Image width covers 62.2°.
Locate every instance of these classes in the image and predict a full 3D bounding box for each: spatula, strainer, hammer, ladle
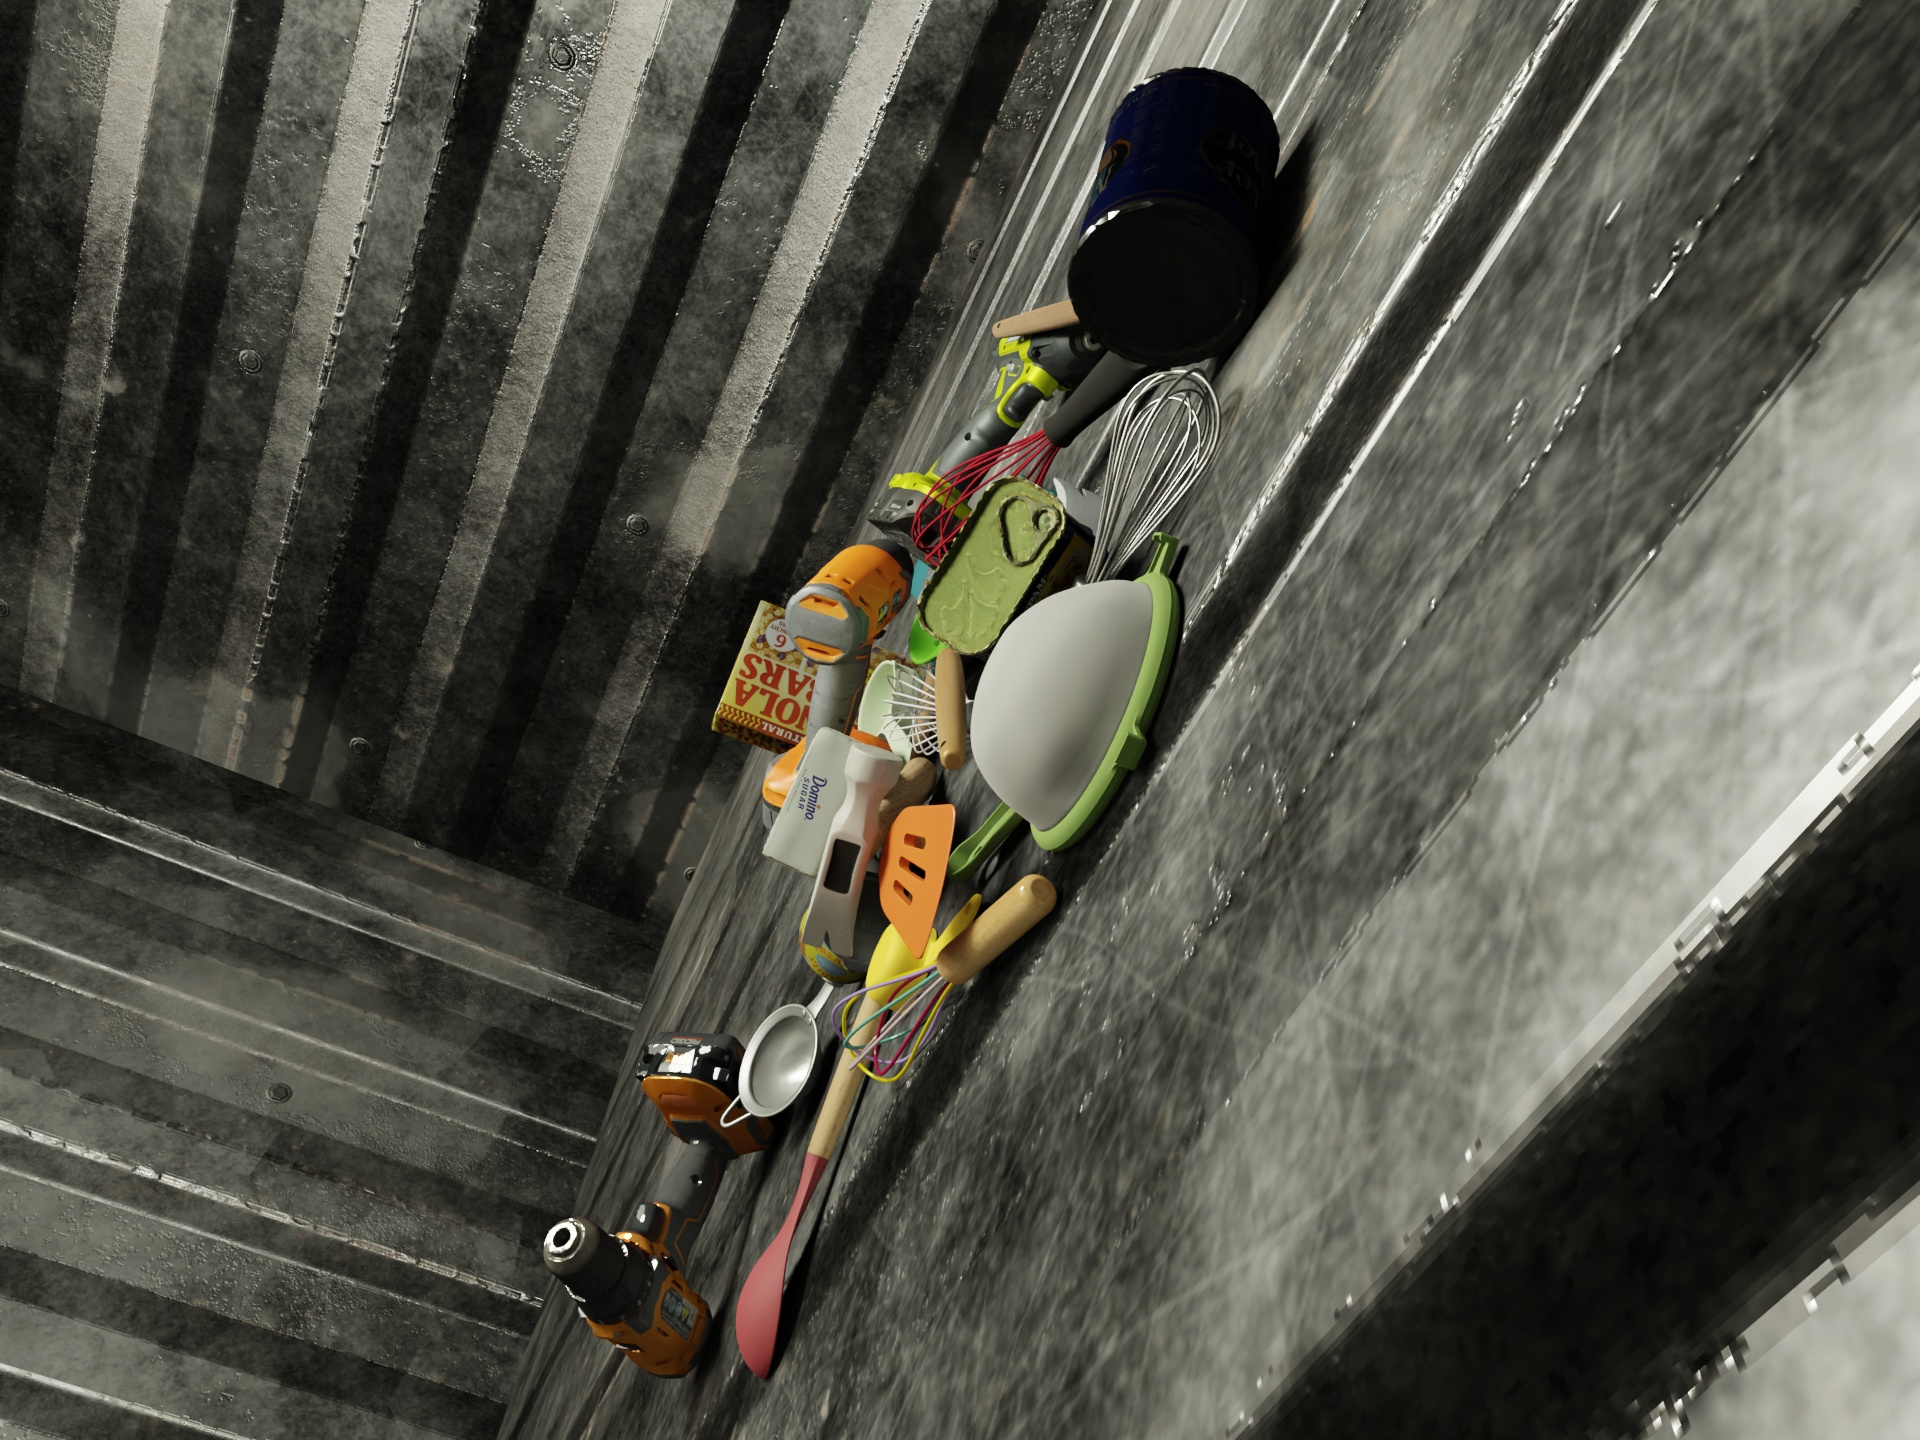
[{"bbox_3d":[-0.020,0.076,0.958,0.322,0.041,0.081,-18,-59,-87],"label":"spatula"},{"bbox_3d":[0.026,0.013,0.839,0.256,0.069,0.152,-53,17,49],"label":"strainer"},{"bbox_3d":[-0.094,0.195,1.164,0.258,0.050,0.087,-60,35,7],"label":"strainer"},{"bbox_3d":[-0.049,0.064,1.032,0.331,0.031,0.130,-43,-30,-82],"label":"hammer"},{"bbox_3d":[0.029,-0.076,1.123,0.331,0.033,0.128,146,145,-72],"label":"hammer"},{"bbox_3d":[-0.030,-0.047,1.342,0.082,0.044,0.318,-55,16,37],"label":"spatula"},{"bbox_3d":[-0.079,0.251,1.007,0.069,0.031,0.315,138,154,-69],"label":"ladle"},{"bbox_3d":[0.095,-0.293,1.116,0.316,0.018,0.060,14,80,65],"label":"spatula"}]

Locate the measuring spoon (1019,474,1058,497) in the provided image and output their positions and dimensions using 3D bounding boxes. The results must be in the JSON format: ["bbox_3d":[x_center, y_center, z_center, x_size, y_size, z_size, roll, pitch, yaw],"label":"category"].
[{"bbox_3d":[0.059,-0.166,1.234,0.042,0.021,0.129,-58,19,0],"label":"measuring spoon"}]

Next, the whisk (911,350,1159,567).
[{"bbox_3d":[0.054,-0.186,1.086,0.295,0.073,0.073,-39,28,46],"label":"whisk"}]

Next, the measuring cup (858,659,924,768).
[{"bbox_3d":[-0.045,0.008,1.358,0.083,0.038,0.168,-66,26,18],"label":"measuring cup"}]

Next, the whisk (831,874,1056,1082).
[{"bbox_3d":[-0.009,0.142,0.854,0.245,0.051,0.047,-49,42,50],"label":"whisk"}]

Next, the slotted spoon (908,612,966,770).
[{"bbox_3d":[-0.008,-0.030,1.020,0.070,0.031,0.314,-51,13,15],"label":"slotted spoon"}]

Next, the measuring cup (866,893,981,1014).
[{"bbox_3d":[-0.023,0.131,0.953,0.156,0.029,0.062,125,164,-58],"label":"measuring cup"}]

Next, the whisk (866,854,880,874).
[{"bbox_3d":[-0.082,0.105,1.290,0.055,0.055,0.239,-66,15,10],"label":"whisk"}]

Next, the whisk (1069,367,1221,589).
[{"bbox_3d":[0.077,-0.080,0.869,0.059,0.058,0.246,-20,-39,-54],"label":"whisk"}]

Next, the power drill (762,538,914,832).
[{"bbox_3d":[-0.086,-0.029,1.242,0.164,0.084,0.226,-53,-23,-58],"label":"power drill"}]

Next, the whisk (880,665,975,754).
[{"bbox_3d":[-0.003,-0.004,1.074,0.070,0.070,0.285,-68,15,-3],"label":"whisk"}]

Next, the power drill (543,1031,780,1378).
[{"bbox_3d":[-0.220,0.342,1.169,0.185,0.084,0.226,63,-147,-45],"label":"power drill"}]

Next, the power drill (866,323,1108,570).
[{"bbox_3d":[0.029,-0.227,1.255,0.223,0.080,0.171,-55,17,-2],"label":"power drill"}]
